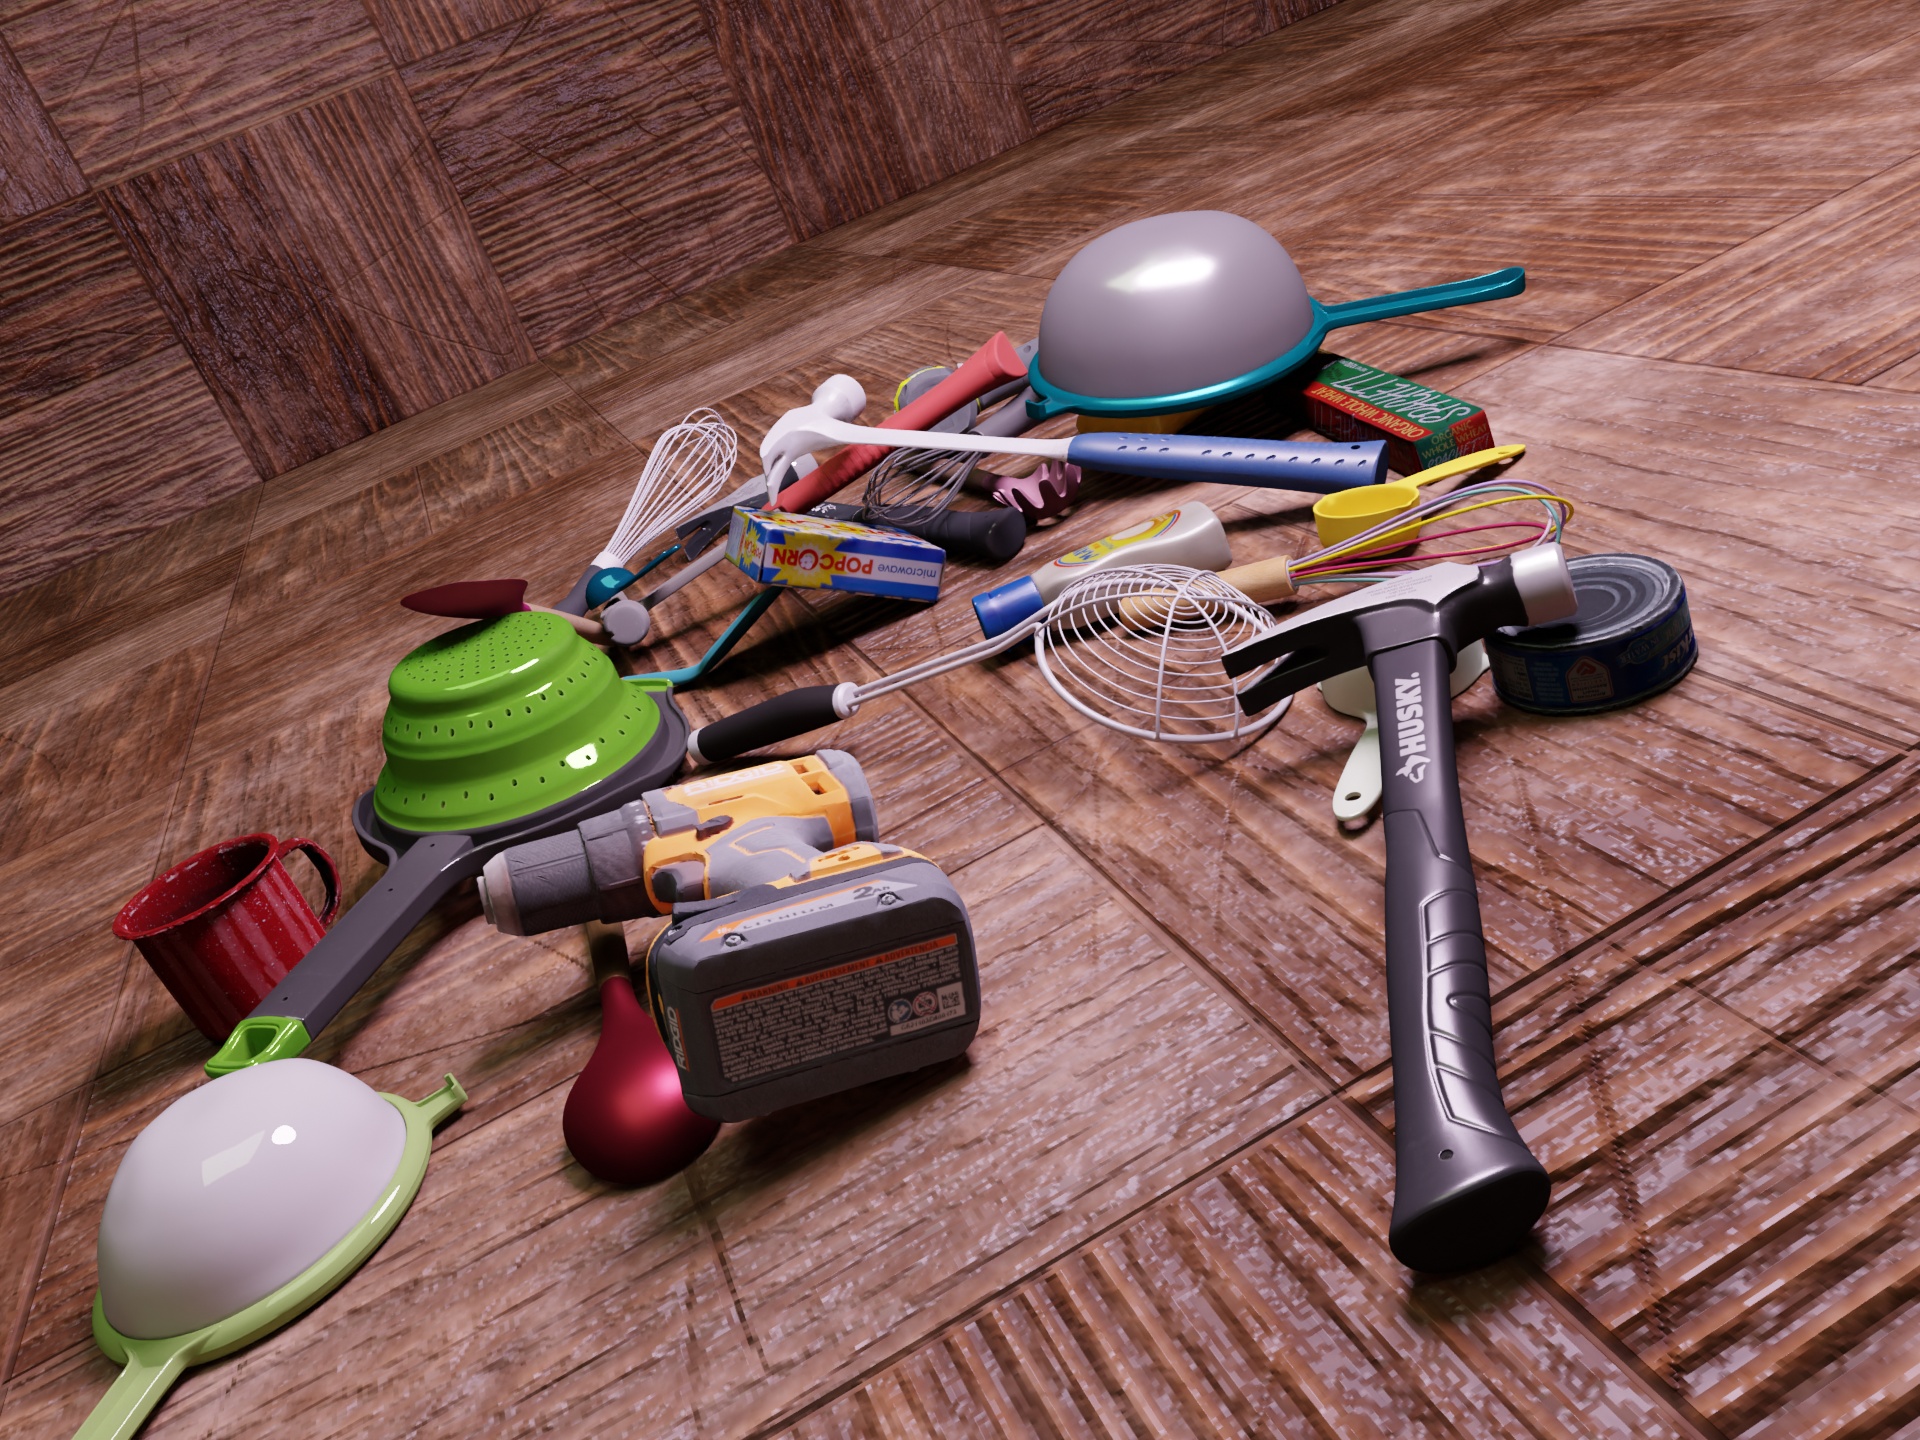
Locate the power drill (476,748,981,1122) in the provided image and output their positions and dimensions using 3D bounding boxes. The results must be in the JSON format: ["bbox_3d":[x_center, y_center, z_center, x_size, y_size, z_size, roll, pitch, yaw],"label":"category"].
[{"bbox_3d":[-0.106,0.082,0.678,0.185,0.084,0.226,-13,19,-16],"label":"power drill"}]

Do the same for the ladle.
[{"bbox_3d":[-0.164,0.117,0.756,0.069,0.031,0.316,-22,23,-10],"label":"ladle"}]

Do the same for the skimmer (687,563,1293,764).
[{"bbox_3d":[-0.001,-0.003,0.857,0.363,0.090,0.127,-17,26,36],"label":"skimmer"}]

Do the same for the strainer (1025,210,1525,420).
[{"bbox_3d":[0.203,-0.303,1.082,0.340,0.095,0.211,-6,33,16],"label":"strainer"}]

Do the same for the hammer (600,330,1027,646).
[{"bbox_3d":[-0.109,-0.170,1.172,0.359,0.036,0.149,-35,13,-1],"label":"hammer"}]

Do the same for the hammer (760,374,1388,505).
[{"bbox_3d":[0.060,-0.168,1.006,0.405,0.035,0.144,8,36,23],"label":"hammer"}]

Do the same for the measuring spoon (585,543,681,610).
[{"bbox_3d":[-0.238,-0.111,1.149,0.128,0.021,0.042,-21,19,51],"label":"measuring spoon"}]

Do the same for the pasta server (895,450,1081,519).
[{"bbox_3d":[0.010,-0.192,1.218,0.060,0.040,0.316,-34,25,-12],"label":"pasta server"}]

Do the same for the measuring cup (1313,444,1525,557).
[{"bbox_3d":[0.265,-0.125,0.896,0.156,0.029,0.062,-22,22,-27],"label":"measuring cup"}]

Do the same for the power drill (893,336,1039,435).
[{"bbox_3d":[0.051,-0.298,1.343,0.228,0.080,0.191,-23,13,2],"label":"power drill"}]

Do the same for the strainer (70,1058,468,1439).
[{"bbox_3d":[-0.317,0.216,0.627,0.151,0.069,0.256,-14,24,17],"label":"strainer"}]

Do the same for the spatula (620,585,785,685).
[{"bbox_3d":[-0.256,-0.025,1.096,0.317,0.044,0.082,-19,10,12],"label":"spatula"}]

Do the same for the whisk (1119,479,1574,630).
[{"bbox_3d":[0.198,-0.080,0.841,0.245,0.051,0.047,-12,5,31],"label":"whisk"}]

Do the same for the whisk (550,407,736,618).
[{"bbox_3d":[-0.268,-0.146,1.290,0.070,0.070,0.285,3,51,43],"label":"whisk"}]

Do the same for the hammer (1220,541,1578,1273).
[{"bbox_3d":[0.162,0.047,0.571,0.146,0.035,0.335,-15,32,23],"label":"hammer"}]

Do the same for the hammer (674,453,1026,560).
[{"bbox_3d":[-0.084,-0.157,1.230,0.149,0.036,0.409,-35,28,-24],"label":"hammer"}]

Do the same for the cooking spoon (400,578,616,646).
[{"bbox_3d":[-0.283,-0.068,1.063,0.069,0.017,0.319,-14,-3,6],"label":"cooking spoon"}]

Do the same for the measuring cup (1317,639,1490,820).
[{"bbox_3d":[0.185,-0.014,0.708,0.083,0.038,0.168,-7,27,30],"label":"measuring cup"}]

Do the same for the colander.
[{"bbox_3d":[-0.292,0.037,0.878,0.204,0.094,0.397,-4,28,19],"label":"colander"}]

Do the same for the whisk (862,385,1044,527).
[{"bbox_3d":[0.013,-0.202,1.142,0.055,0.055,0.239,5,34,45],"label":"whisk"}]
